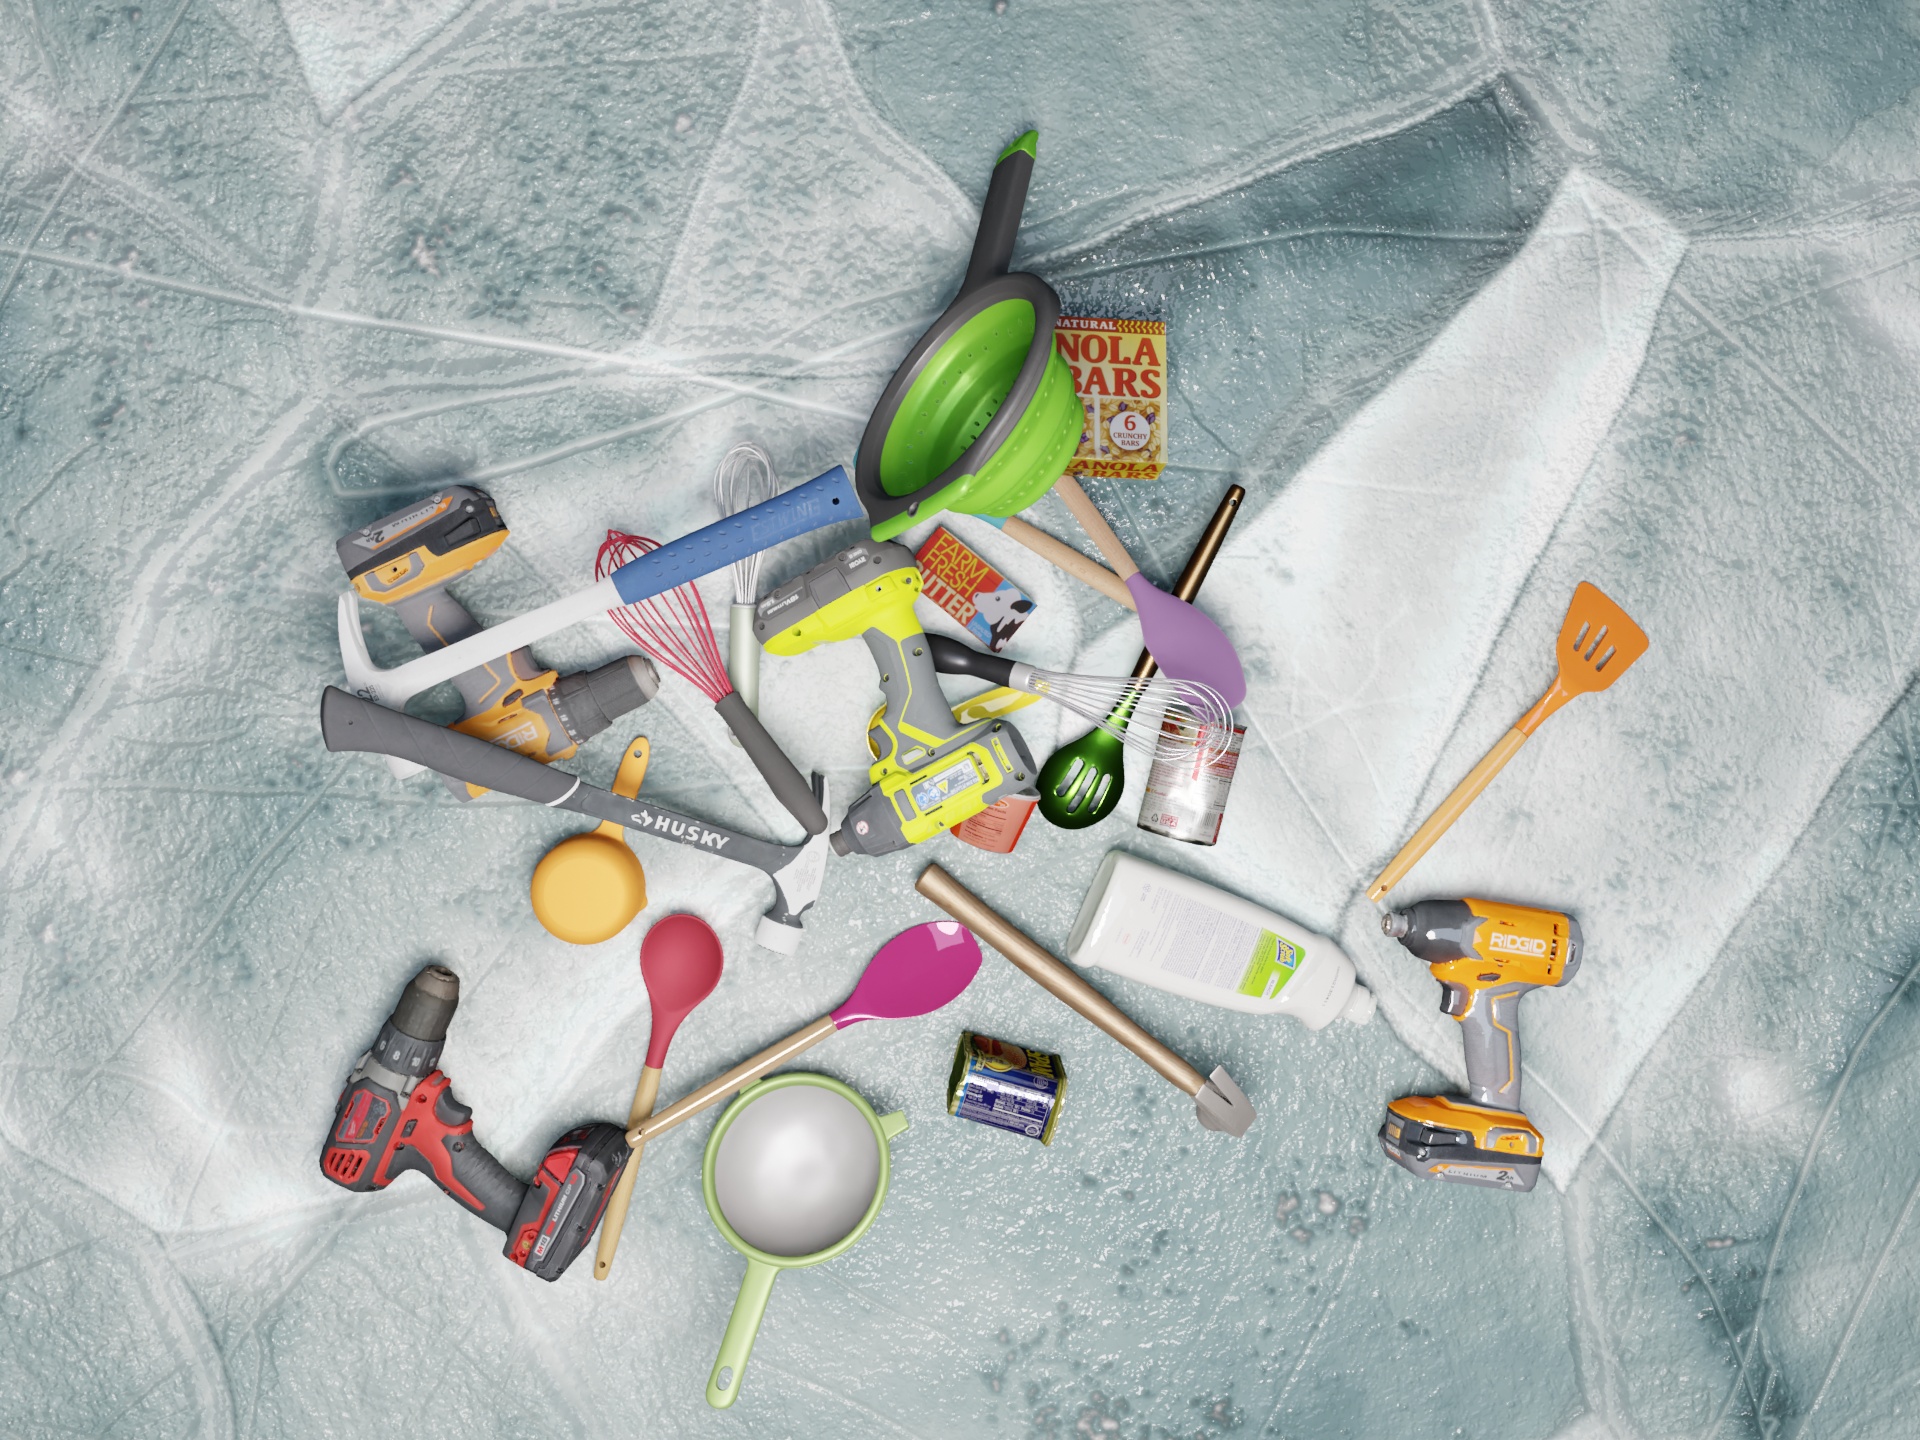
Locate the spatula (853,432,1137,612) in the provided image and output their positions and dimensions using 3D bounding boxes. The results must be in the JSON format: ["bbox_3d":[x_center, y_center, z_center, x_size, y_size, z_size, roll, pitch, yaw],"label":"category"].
[{"bbox_3d":[0.061,-0.150,1.285,0.317,0.044,0.082,30,68,-6],"label":"spatula"}]

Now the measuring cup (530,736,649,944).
[{"bbox_3d":[-0.285,0.097,1.271,0.095,0.052,0.173,20,93,-4],"label":"measuring cup"}]

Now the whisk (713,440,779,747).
[{"bbox_3d":[-0.172,-0.100,1.276,0.058,0.059,0.246,7,98,40],"label":"whisk"}]

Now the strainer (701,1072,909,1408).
[{"bbox_3d":[-0.142,0.411,1.257,0.151,0.069,0.256,13,68,12],"label":"strainer"}]

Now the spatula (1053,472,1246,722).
[{"bbox_3d":[0.124,-0.137,1.274,0.060,0.018,0.316,-35,83,-6],"label":"spatula"}]

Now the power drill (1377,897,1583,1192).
[{"bbox_3d":[0.411,0.258,1.306,0.164,0.084,0.226,10,88,-8],"label":"power drill"}]

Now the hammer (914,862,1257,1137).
[{"bbox_3d":[0.100,0.225,1.282,0.331,0.130,0.031,37,77,4],"label":"hammer"}]

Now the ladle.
[{"bbox_3d":[-0.256,0.307,1.297,0.069,0.031,0.315,15,94,3],"label":"ladle"}]

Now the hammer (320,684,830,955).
[{"bbox_3d":[-0.281,0.055,1.210,0.408,0.036,0.149,22,87,-27],"label":"hammer"}]

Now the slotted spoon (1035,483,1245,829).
[{"bbox_3d":[0.152,-0.049,1.289,0.070,0.031,0.314,27,95,-8],"label":"slotted spoon"}]

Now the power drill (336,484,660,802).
[{"bbox_3d":[-0.359,-0.071,1.248,0.185,0.084,0.226,-25,99,-2],"label":"power drill"}]

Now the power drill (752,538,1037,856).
[{"bbox_3d":[-0.064,-0.013,1.240,0.171,0.080,0.223,-28,83,13],"label":"power drill"}]

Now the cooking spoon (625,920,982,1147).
[{"bbox_3d":[-0.125,0.257,1.284,0.319,0.017,0.069,-29,77,-11],"label":"cooking spoon"}]

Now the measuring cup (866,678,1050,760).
[{"bbox_3d":[-0.002,-0.004,1.298,0.156,0.029,0.062,-19,94,-5],"label":"measuring cup"}]

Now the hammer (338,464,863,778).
[{"bbox_3d":[-0.269,-0.099,1.191,0.405,0.035,0.144,-23,103,0],"label":"hammer"}]

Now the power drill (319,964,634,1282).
[{"bbox_3d":[-0.376,0.317,1.257,0.226,0.080,0.188,26,95,4],"label":"power drill"}]

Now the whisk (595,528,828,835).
[{"bbox_3d":[-0.194,-0.031,1.241,0.073,0.073,0.296,-36,82,-1],"label":"whisk"}]

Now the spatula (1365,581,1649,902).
[{"bbox_3d":[0.449,0.028,1.329,0.081,0.041,0.322,41,94,-5],"label":"spatula"}]

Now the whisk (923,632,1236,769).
[{"bbox_3d":[0.079,-0.026,1.250,0.285,0.070,0.070,16,92,19],"label":"whisk"}]

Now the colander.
[{"bbox_3d":[0.038,-0.285,1.200,0.094,0.204,0.397,32,55,-30],"label":"colander"}]
